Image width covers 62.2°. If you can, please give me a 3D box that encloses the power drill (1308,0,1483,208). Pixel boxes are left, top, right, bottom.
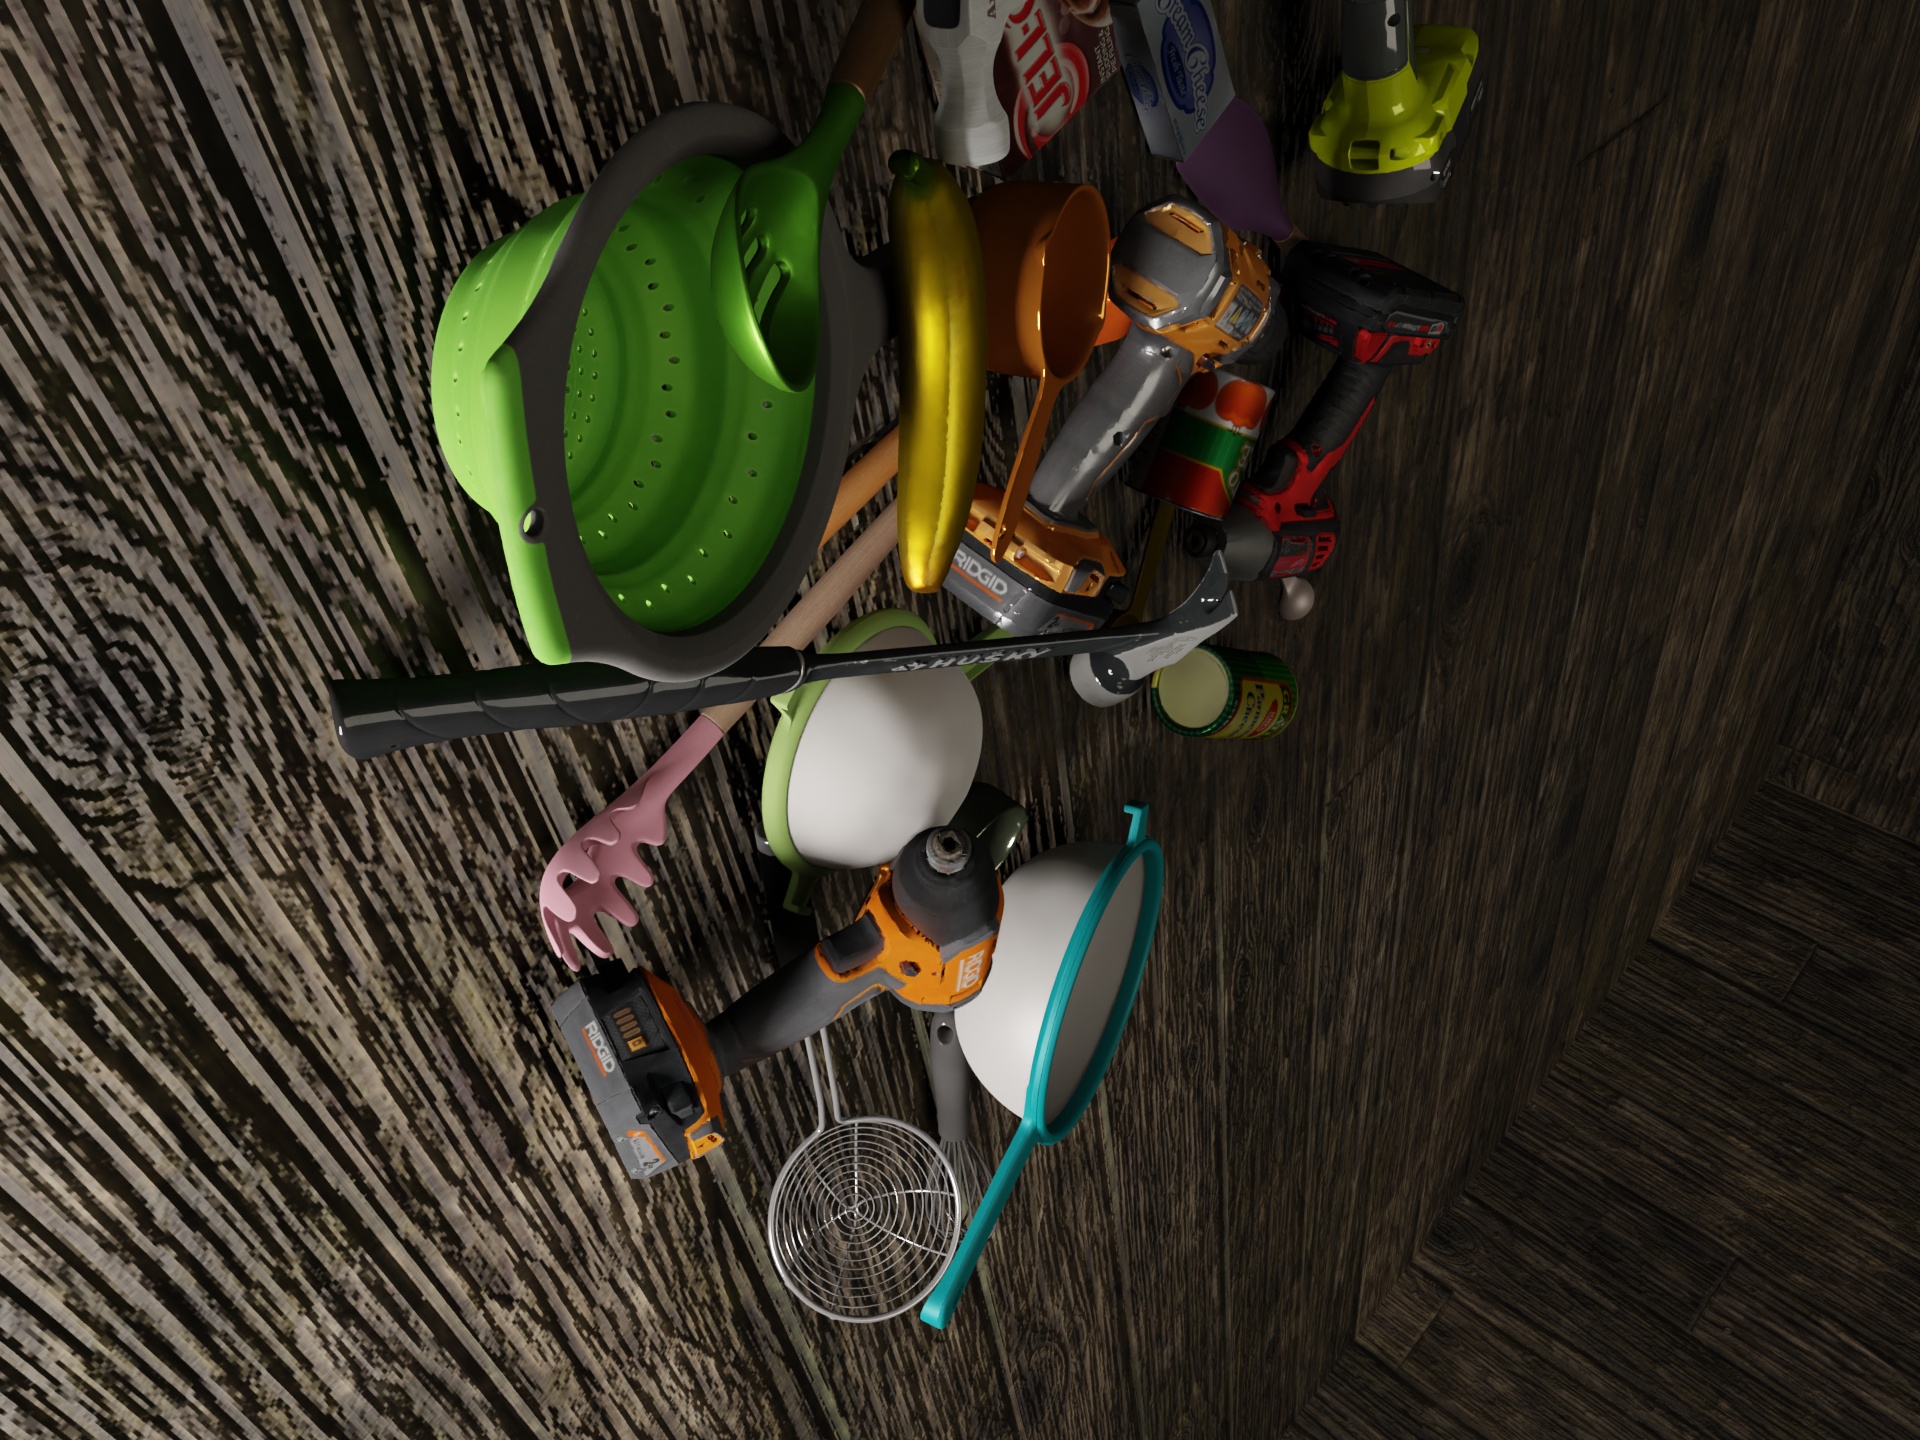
[{"bbox_3d":[0.241,-0.424,0.880,0.191,0.080,0.228,-63,149,-27],"label":"power drill"}]

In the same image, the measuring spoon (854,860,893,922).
[{"bbox_3d":[-0.058,0.132,0.967,0.021,0.011,0.117,10,106,-55],"label":"measuring spoon"}]

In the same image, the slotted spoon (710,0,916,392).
[{"bbox_3d":[-0.035,-0.246,0.594,0.070,0.031,0.314,62,38,-52],"label":"slotted spoon"}]

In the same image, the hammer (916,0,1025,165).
[{"bbox_3d":[0.074,-0.359,0.690,0.331,0.033,0.128,-49,145,-41],"label":"hammer"}]

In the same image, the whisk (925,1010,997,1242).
[{"bbox_3d":[-0.002,0.292,1.133,0.055,0.055,0.238,-33,134,-36],"label":"whisk"}]

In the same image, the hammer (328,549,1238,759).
[{"bbox_3d":[-0.060,-0.023,0.698,0.408,0.149,0.036,-7,77,-28],"label":"hammer"}]

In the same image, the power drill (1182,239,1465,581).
[{"bbox_3d":[0.223,-0.190,1.032,0.143,0.079,0.219,-11,131,-46],"label":"power drill"}]

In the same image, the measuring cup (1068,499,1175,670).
[{"bbox_3d":[0.106,-0.091,1.017,0.062,0.029,0.156,23,84,-57],"label":"measuring cup"}]

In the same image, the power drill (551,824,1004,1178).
[{"bbox_3d":[-0.080,0.129,0.792,0.226,0.084,0.164,-25,155,-17],"label":"power drill"}]

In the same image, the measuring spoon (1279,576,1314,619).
[{"bbox_3d":[0.247,-0.116,1.183,0.034,0.018,0.124,-49,144,-16],"label":"measuring spoon"}]

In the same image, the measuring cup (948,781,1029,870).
[{"bbox_3d":[-0.004,0.099,1.004,0.083,0.038,0.167,-39,158,-32],"label":"measuring cup"}]

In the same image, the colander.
[{"bbox_3d":[-0.091,-0.162,0.652,0.397,0.094,0.204,-49,144,-50],"label":"colander"}]

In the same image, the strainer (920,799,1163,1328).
[{"bbox_3d":[0.027,0.214,1.025,0.340,0.095,0.210,-60,157,-28],"label":"strainer"}]

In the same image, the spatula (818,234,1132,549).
[{"bbox_3d":[-0.024,-0.131,0.789,0.322,0.041,0.081,-47,161,-18],"label":"spatula"}]

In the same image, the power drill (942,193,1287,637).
[{"bbox_3d":[0.092,-0.155,0.853,0.226,0.084,0.185,-58,160,16],"label":"power drill"}]

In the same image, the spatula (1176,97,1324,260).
[{"bbox_3d":[0.213,-0.299,1.000,0.315,0.018,0.060,20,99,-56],"label":"spatula"}]

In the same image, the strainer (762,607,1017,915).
[{"bbox_3d":[-0.001,-0.003,0.864,0.256,0.069,0.151,-39,142,-42],"label":"strainer"}]

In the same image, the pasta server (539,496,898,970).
[{"bbox_3d":[-0.098,-0.014,0.782,0.316,0.040,0.060,-50,158,-18],"label":"pasta server"}]

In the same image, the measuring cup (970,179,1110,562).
[{"bbox_3d":[0.019,-0.160,0.724,0.095,0.052,0.173,16,89,-69],"label":"measuring cup"}]

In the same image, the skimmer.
[{"bbox_3d":[-0.071,0.214,0.936,0.127,0.090,0.363,-20,130,-18],"label":"skimmer"}]
